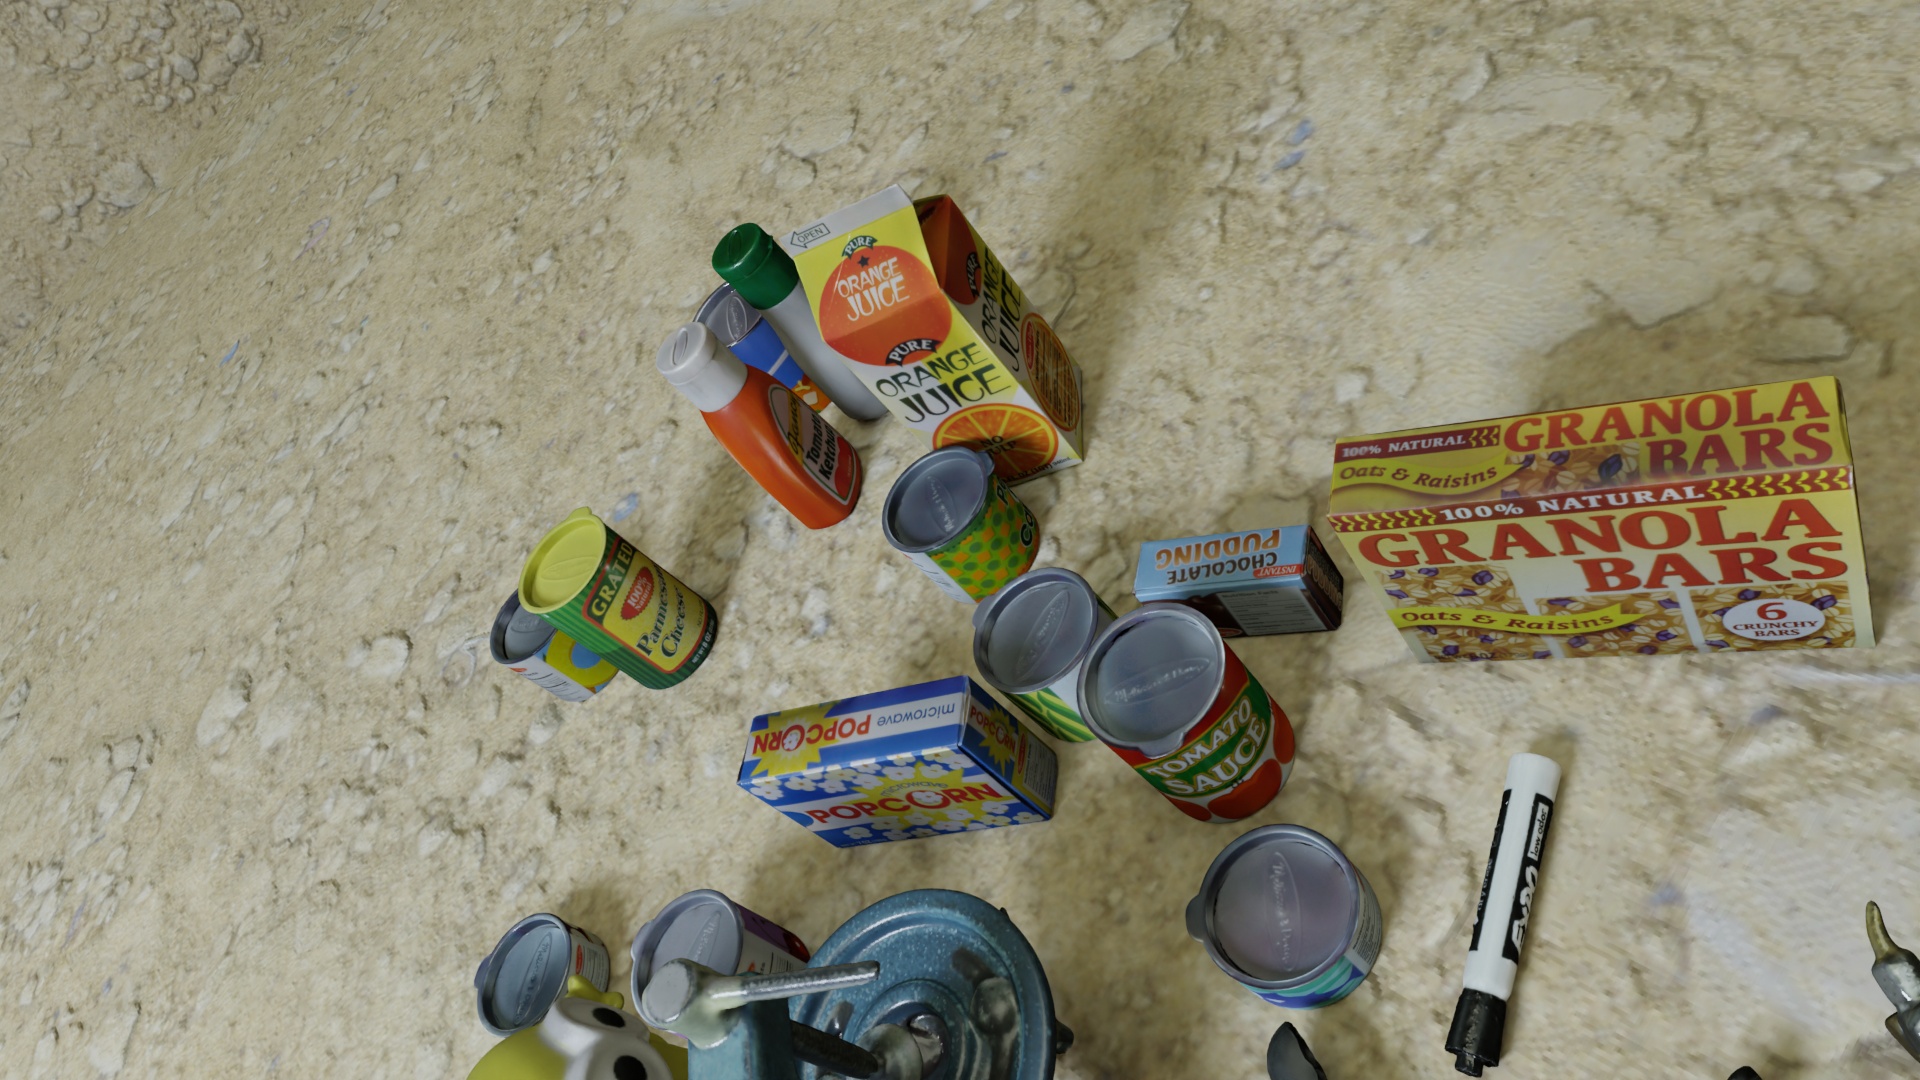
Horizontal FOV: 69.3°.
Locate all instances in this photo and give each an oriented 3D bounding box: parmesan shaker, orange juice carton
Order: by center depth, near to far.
[{"bbox_3d":[-0.010,-0.110,0.733,0.071,0.192,0.073,-18,50,26],"label":"orange juice carton"},{"bbox_3d":[-0.201,0.036,0.831,0.071,0.103,0.071,-20,49,25],"label":"parmesan shaker"}]

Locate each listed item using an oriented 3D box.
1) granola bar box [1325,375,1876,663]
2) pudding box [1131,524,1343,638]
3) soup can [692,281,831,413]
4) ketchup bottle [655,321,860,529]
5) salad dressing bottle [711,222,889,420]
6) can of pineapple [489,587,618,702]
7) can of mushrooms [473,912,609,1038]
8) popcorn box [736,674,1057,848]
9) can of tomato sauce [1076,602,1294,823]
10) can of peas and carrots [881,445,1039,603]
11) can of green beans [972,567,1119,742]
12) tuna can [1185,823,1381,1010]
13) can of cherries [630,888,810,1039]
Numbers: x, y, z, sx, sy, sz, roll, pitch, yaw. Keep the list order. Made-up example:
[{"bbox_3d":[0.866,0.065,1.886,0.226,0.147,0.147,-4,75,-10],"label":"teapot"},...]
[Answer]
[{"bbox_3d":[0.237,-0.001,0.516,0.165,0.124,0.039,-6,56,34],"label":"granola bar box"},{"bbox_3d":[0.127,0.021,0.637,0.083,0.049,0.030,-8,55,33],"label":"pudding box"},{"bbox_3d":[-0.127,-0.123,0.909,0.071,0.083,0.072,-20,49,25],"label":"soup can"},{"bbox_3d":[-0.117,-0.069,0.813,0.043,0.148,0.065,-20,49,25],"label":"ketchup bottle"},{"bbox_3d":[-0.090,-0.131,0.841,0.044,0.147,0.064,-24,48,21],"label":"salad dressing bottle"},{"bbox_3d":[-0.253,0.060,0.884,0.071,0.057,0.071,-20,49,24],"label":"can of pineapple"},{"bbox_3d":[-0.226,0.238,0.749,0.071,0.033,0.071,-20,49,24],"label":"can of mushrooms"},{"bbox_3d":[-0.029,0.108,0.661,0.126,0.085,0.038,-14,52,28],"label":"popcorn box"},{"bbox_3d":[0.098,0.076,0.592,0.071,0.083,0.071,-20,49,25],"label":"can of tomato sauce"},{"bbox_3d":[0.003,-0.009,0.745,0.071,0.058,0.071,-20,49,24],"label":"can of peas and carrots"},{"bbox_3d":[0.049,0.055,0.663,0.071,0.057,0.071,-20,49,24],"label":"can of green beans"},{"bbox_3d":[0.128,0.150,0.551,0.071,0.032,0.071,-20,49,24],"label":"tuna can"},{"bbox_3d":[-0.116,0.209,0.670,0.071,0.058,0.072,-20,49,24],"label":"can of cherries"}]
